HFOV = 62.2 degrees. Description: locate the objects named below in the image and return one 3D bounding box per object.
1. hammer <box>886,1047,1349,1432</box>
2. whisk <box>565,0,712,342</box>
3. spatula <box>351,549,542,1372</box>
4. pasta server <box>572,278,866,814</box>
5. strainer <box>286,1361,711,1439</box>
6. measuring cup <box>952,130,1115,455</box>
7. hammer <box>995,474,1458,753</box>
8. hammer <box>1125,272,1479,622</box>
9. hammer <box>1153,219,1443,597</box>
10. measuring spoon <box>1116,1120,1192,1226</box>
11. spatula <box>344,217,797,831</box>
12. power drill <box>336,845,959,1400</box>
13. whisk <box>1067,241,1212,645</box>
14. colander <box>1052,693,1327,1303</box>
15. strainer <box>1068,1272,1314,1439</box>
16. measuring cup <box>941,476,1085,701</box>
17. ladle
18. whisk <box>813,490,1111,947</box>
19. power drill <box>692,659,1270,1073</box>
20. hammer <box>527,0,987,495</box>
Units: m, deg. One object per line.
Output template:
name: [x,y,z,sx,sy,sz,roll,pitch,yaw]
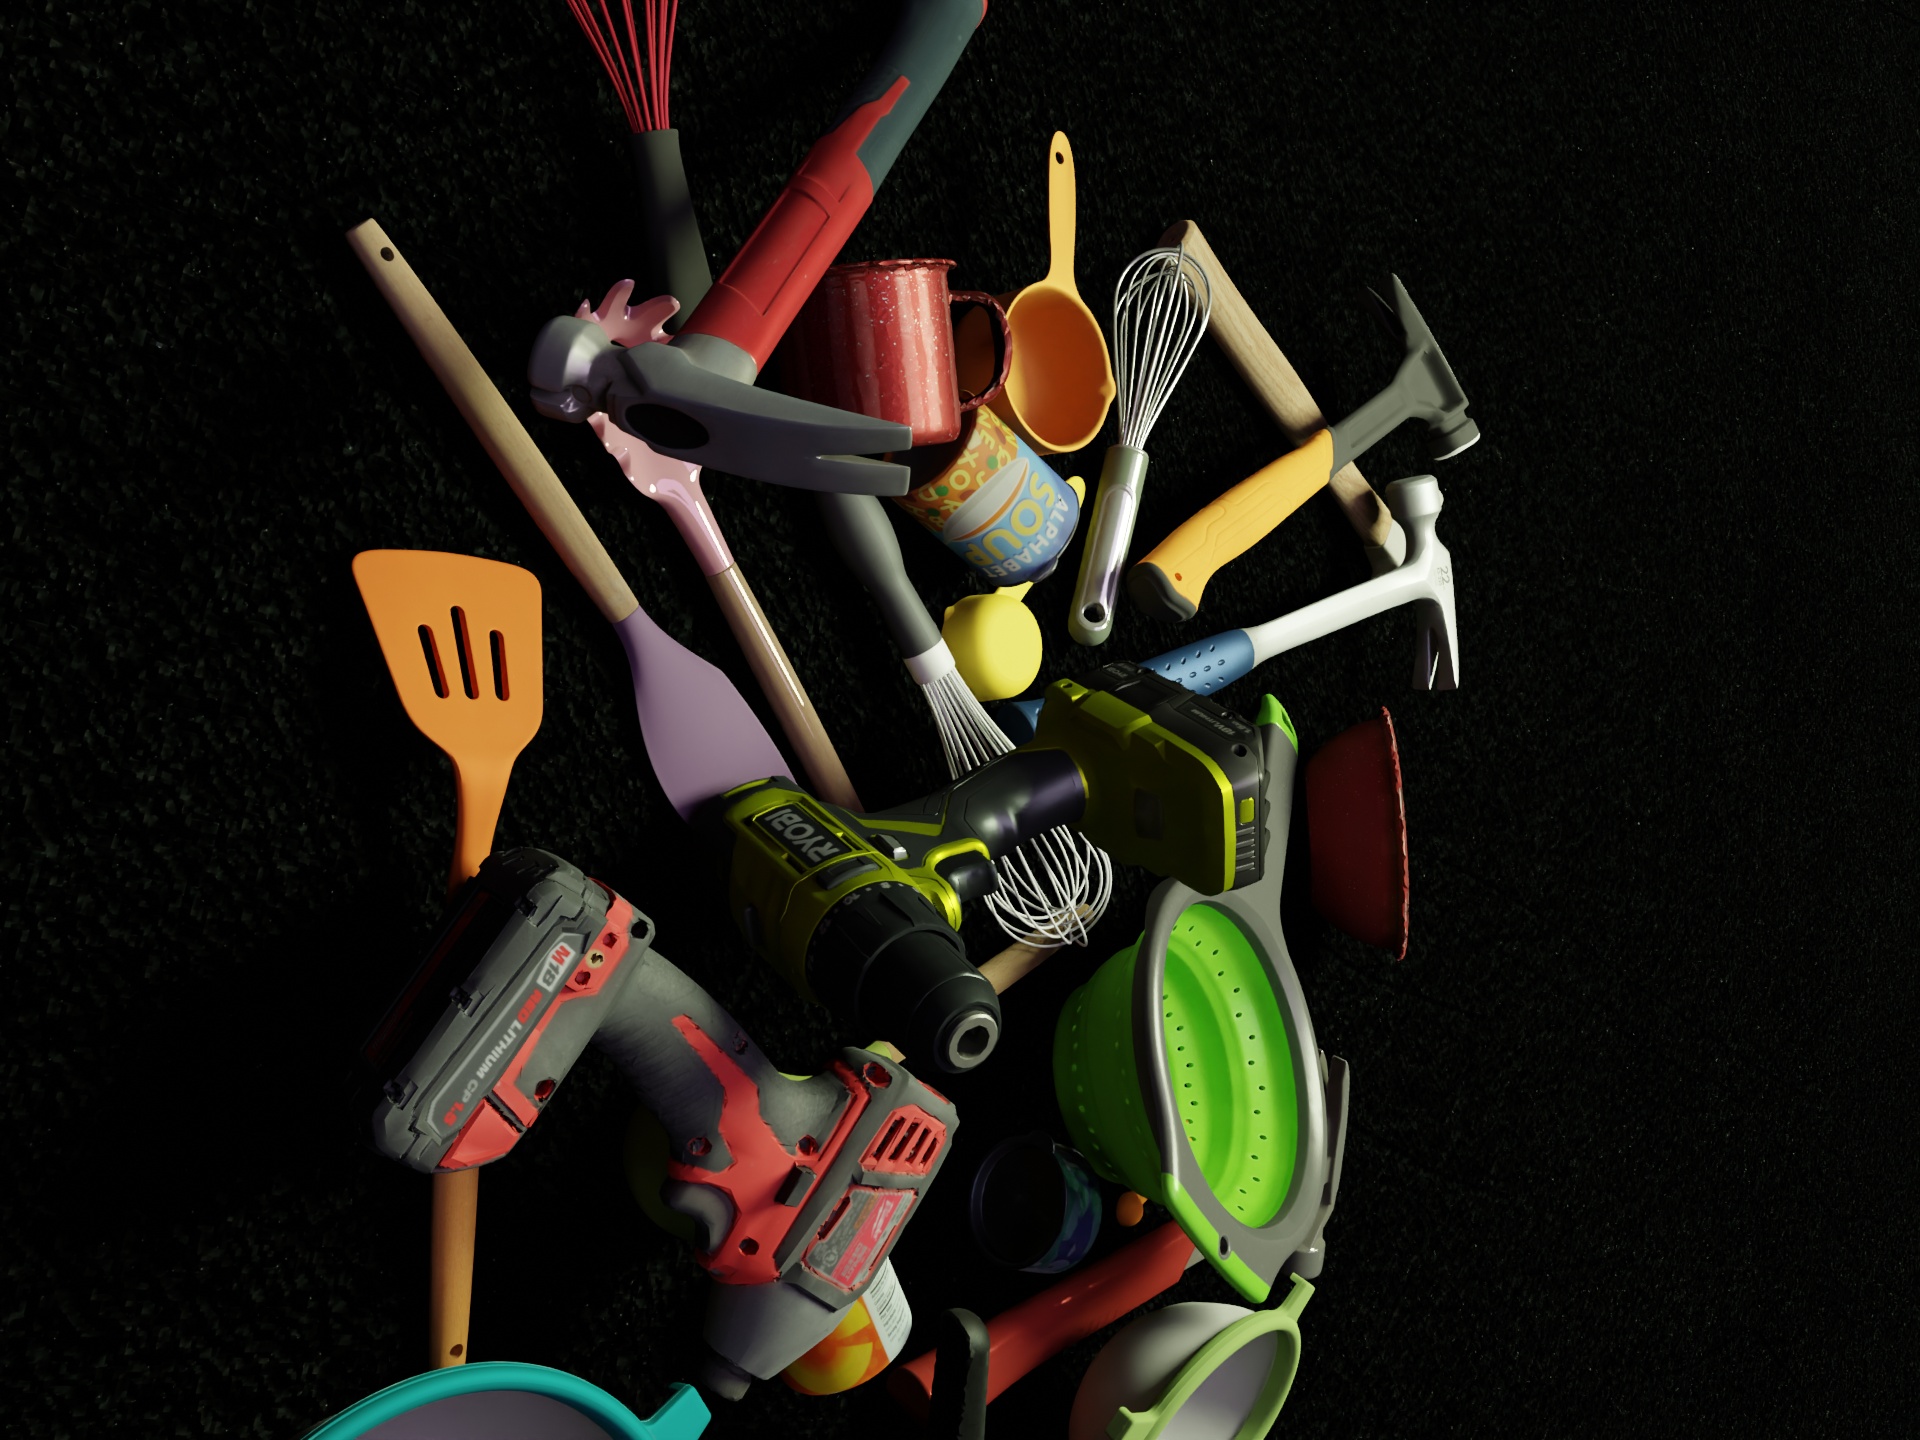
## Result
hammer: [0.104,0.299,0.892,0.359,0.037,0.149,-9,108,-43]
whisk: [-0.137,-0.270,0.676,0.073,0.073,0.295,-25,112,-43]
spatula: [-0.198,0.095,0.621,0.081,0.041,0.322,2,91,-46]
pasta server: [-0.093,-0.045,0.720,0.060,0.040,0.316,-37,116,-26]
strainer: [-0.247,0.309,0.512,0.340,0.095,0.211,21,71,-41]
measuring cup: [0.034,-0.224,0.848,0.095,0.052,0.174,9,80,-45]
hammer: [0.181,-0.040,0.968,0.405,0.035,0.144,-21,103,-38]
hammer: [0.207,-0.160,0.976,0.337,0.034,0.127,-38,101,-35]
hammer: [0.225,-0.195,1.051,0.331,0.031,0.130,43,59,-35]
measuring spoon: [0.129,0.261,0.948,0.117,0.011,0.021,-35,112,-40]
spatula: [-0.157,-0.064,0.670,0.060,0.018,0.315,-48,121,-32]
power drill: [-0.113,0.158,0.604,0.219,0.078,0.143,40,75,-26]
whisk: [0.098,-0.160,0.913,0.058,0.059,0.246,14,80,-3]
colander: [0.134,0.135,0.919,0.204,0.094,0.397,52,37,-29]
strainer: [0.100,0.400,0.859,0.151,0.069,0.256,-20,130,-38]
measuring cup: [0.041,-0.077,0.860,0.062,0.029,0.157,49,58,-32]
ladle: [-0.032,0.152,0.779,0.320,0.062,0.078,-25,105,-50]
whisk: [-0.002,-0.003,0.802,0.070,0.070,0.284,-41,111,-38]
power drill: [0.021,0.059,0.684,0.228,0.191,0.080,-20,120,-27]
hammer: [-0.037,-0.236,0.695,0.038,0.143,0.387,98,10,-48]
